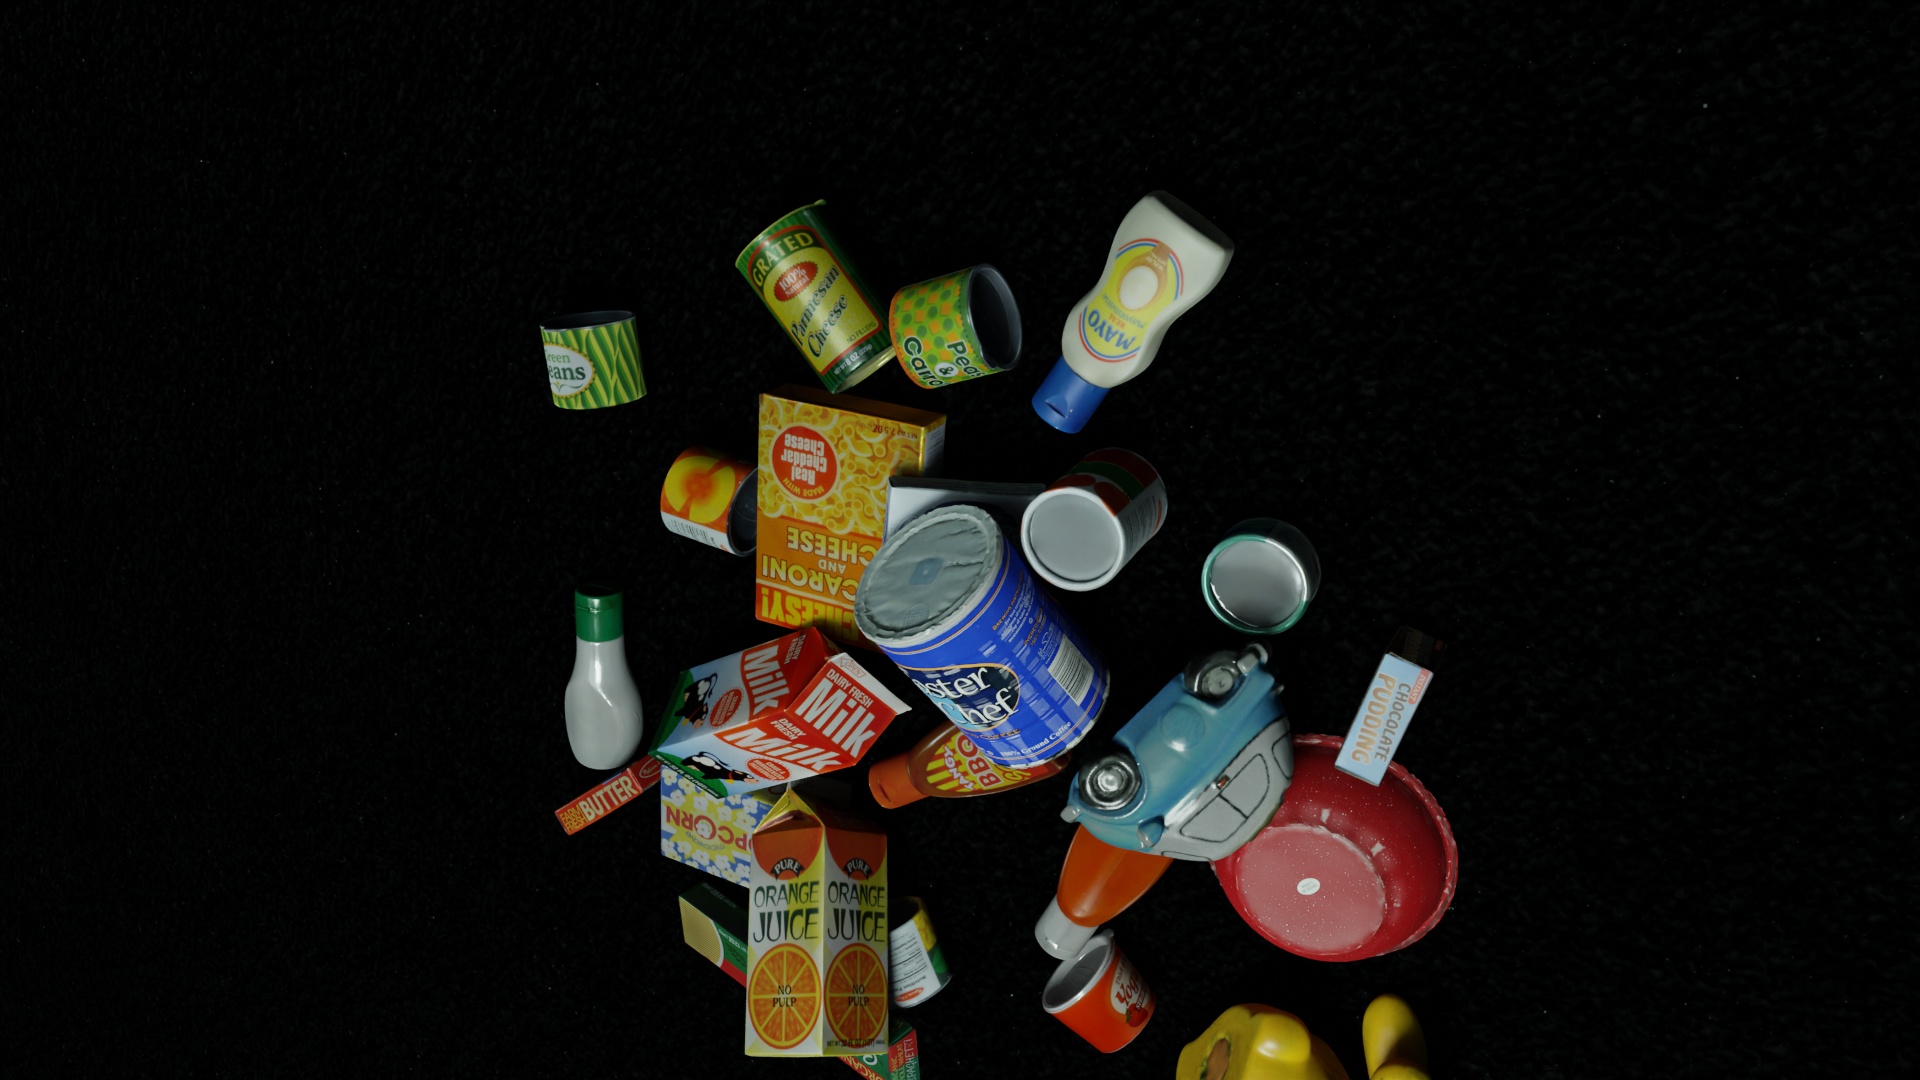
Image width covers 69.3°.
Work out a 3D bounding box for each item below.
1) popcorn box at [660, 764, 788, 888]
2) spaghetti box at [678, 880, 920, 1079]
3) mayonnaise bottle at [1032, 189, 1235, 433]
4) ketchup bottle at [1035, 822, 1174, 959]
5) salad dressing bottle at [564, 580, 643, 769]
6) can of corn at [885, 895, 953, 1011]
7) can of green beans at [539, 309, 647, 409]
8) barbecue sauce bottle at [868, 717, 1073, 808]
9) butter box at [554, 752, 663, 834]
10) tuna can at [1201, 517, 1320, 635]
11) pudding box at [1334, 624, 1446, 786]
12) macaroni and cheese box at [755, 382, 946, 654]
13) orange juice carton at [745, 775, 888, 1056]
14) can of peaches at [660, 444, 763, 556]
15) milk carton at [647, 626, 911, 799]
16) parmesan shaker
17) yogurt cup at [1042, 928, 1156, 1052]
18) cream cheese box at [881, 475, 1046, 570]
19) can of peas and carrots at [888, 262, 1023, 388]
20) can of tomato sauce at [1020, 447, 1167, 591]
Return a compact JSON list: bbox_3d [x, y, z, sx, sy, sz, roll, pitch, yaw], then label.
[{"bbox_3d":[-0.172,0.220,1.081,0.127,0.038,0.085,14,113,22],"label":"popcorn box"},{"bbox_3d":[-0.129,0.337,1.062,0.250,0.029,0.050,21,123,39],"label":"spaghetti box"},{"bbox_3d":[0.095,-0.129,0.817,0.065,0.041,0.147,39,120,7],"label":"mayonnaise bottle"},{"bbox_3d":[0.098,0.226,0.945,0.065,0.044,0.148,38,121,17],"label":"ketchup bottle"},{"bbox_3d":[-0.281,0.105,1.090,0.064,0.044,0.147,13,113,24],"label":"salad dressing bottle"},{"bbox_3d":[-0.047,0.306,1.036,0.071,0.071,0.058,-17,100,30],"label":"can of corn"},{"bbox_3d":[-0.257,-0.128,0.978,0.071,0.071,0.057,5,111,25],"label":"can of green beans"},{"bbox_3d":[0.002,0.150,0.965,0.148,0.044,0.065,-25,100,32],"label":"barbecue sauce bottle"},{"bbox_3d":[-0.274,0.199,1.115,0.103,0.053,0.024,-32,91,32],"label":"butter box"},{"bbox_3d":[0.178,0.023,0.837,0.071,0.033,0.070,9,112,23],"label":"tuna can"},{"bbox_3d":[0.253,0.097,0.817,0.030,0.050,0.083,26,117,18],"label":"pudding box"},{"bbox_3d":[-0.076,-0.014,0.945,0.124,0.040,0.165,13,113,21],"label":"macaroni and cheese box"},{"bbox_3d":[-0.100,0.263,0.985,0.073,0.072,0.193,-15,66,34],"label":"orange juice carton"},{"bbox_3d":[-0.166,-0.031,0.971,0.058,0.071,0.071,17,115,20],"label":"can of peaches"},{"bbox_3d":[-0.125,0.119,0.973,0.190,0.074,0.072,-19,130,37],"label":"milk carton"},{"bbox_3d":[-0.084,-0.154,0.883,0.071,0.071,0.103,-36,90,32],"label":"parmesan shaker"},{"bbox_3d":[0.099,0.318,0.968,0.054,0.073,0.072,46,122,-5],"label":"yogurt cup"},{"bbox_3d":[0.003,-0.011,0.890,0.104,0.024,0.053,3,111,-7],"label":"cream cheese box"},{"bbox_3d":[-0.003,-0.128,0.849,0.058,0.071,0.070,-11,103,30],"label":"can of peas and carrots"},{"bbox_3d":[0.080,-0.014,0.842,0.071,0.083,0.071,9,112,23],"label":"can of tomato sauce"}]
